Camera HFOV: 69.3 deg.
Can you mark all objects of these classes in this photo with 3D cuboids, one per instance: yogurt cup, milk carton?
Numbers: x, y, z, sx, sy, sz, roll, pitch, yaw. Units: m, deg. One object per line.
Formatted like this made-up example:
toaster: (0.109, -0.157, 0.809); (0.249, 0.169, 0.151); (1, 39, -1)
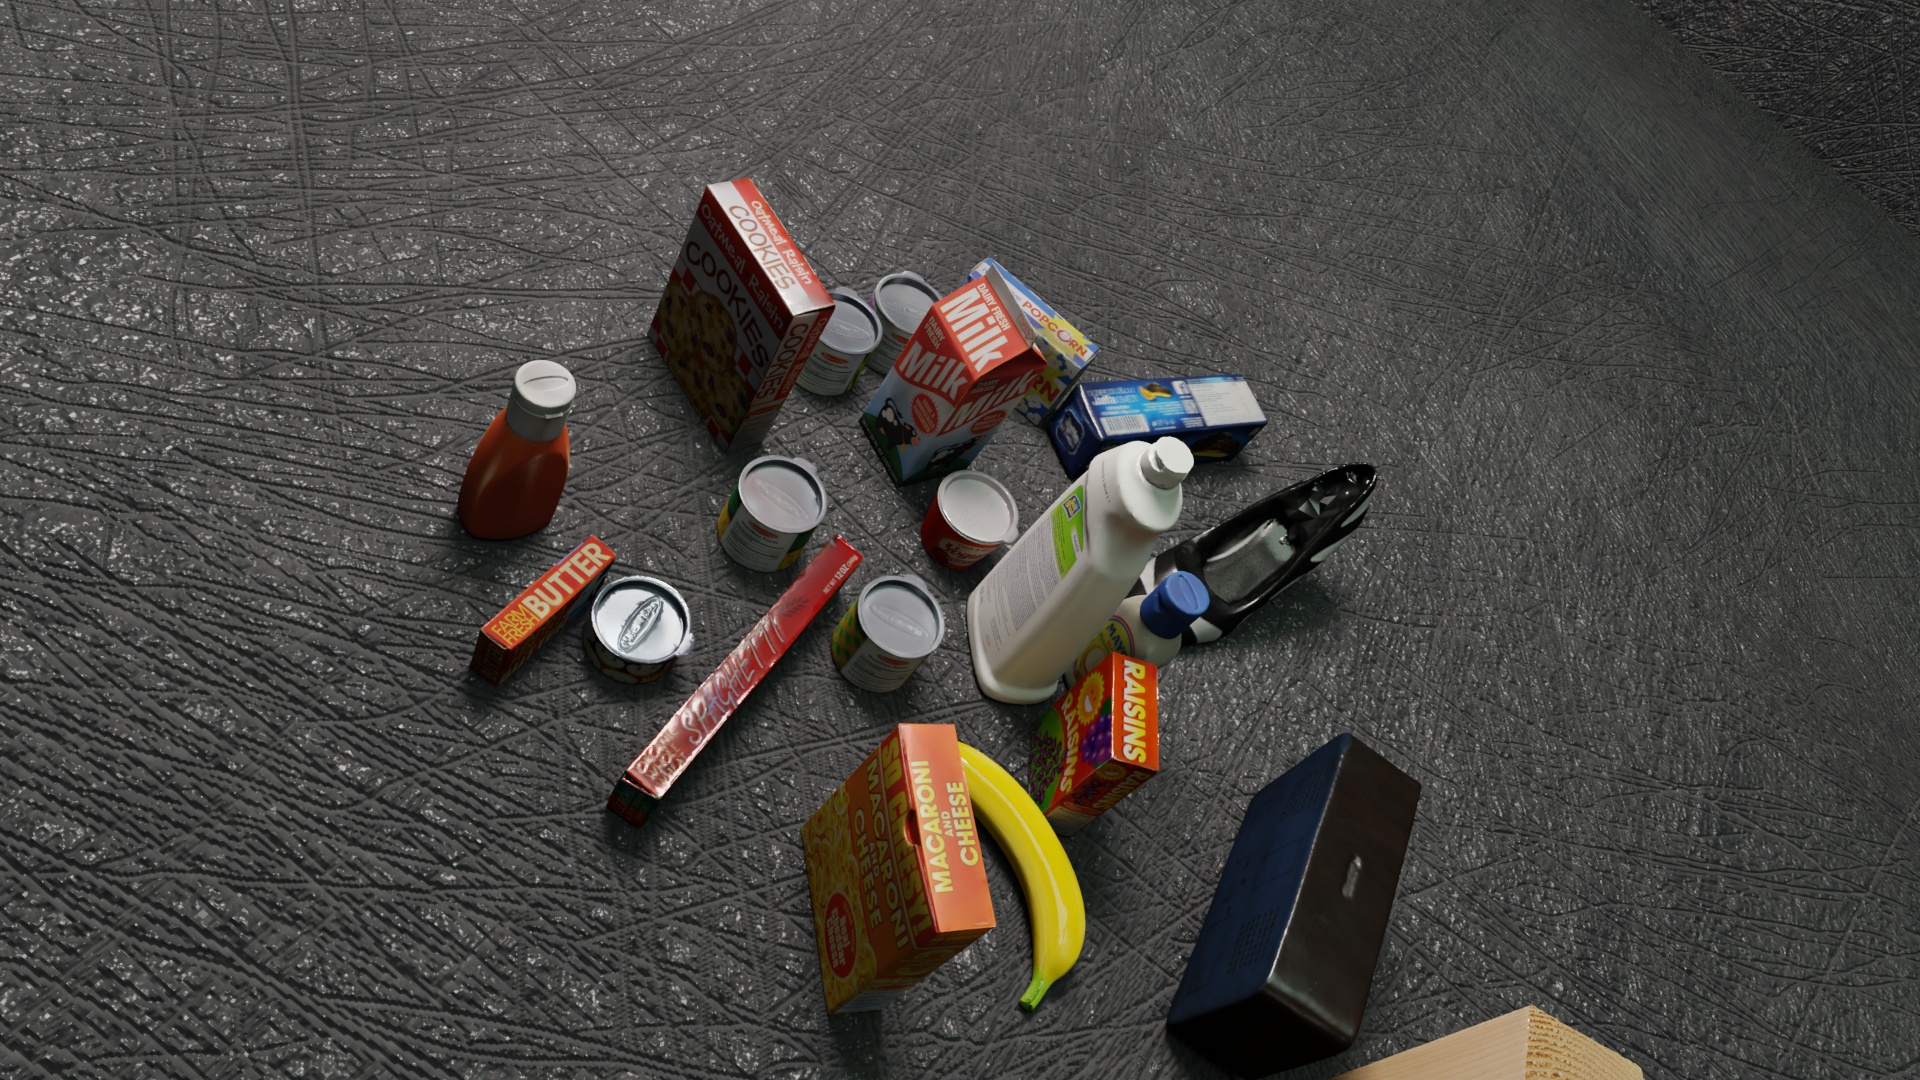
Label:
yogurt cup: (0.004, -0.014, 1.085); (0.072, 0.053, 0.073); (15, 52, -20)
milk carton: (0.000, -0.125, 1.071); (0.074, 0.189, 0.072); (-16, 67, -36)

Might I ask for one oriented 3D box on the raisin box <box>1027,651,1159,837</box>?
raisin box: (0.092, 0.145, 0.976); (0.040, 0.122, 0.086); (19, 51, -17)

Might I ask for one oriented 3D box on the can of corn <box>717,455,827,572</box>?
can of corn: (-0.136, -0.020, 1.009); (0.071, 0.058, 0.071); (15, 52, -20)

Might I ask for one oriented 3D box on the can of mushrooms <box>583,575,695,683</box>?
can of mushrooms: (-0.213, 0.061, 0.924); (0.071, 0.033, 0.071); (15, 52, -20)

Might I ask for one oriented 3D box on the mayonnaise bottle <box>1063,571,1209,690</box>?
mayonnaise bottle: (0.129, 0.074, 1.030); (0.041, 0.147, 0.065); (-6, 62, -32)

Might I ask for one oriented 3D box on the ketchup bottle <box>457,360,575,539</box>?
ketchup bottle: (-0.280, -0.056, 0.893); (0.065, 0.148, 0.043); (-15, 67, -36)

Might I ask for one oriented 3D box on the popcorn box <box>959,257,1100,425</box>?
popcorn box: (0.046, -0.171, 1.199); (0.127, 0.084, 0.038); (40, 48, 2)

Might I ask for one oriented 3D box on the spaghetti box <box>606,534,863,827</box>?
spaghetti box: (-0.146, 0.088, 0.932); (0.029, 0.050, 0.251); (38, 48, -1)

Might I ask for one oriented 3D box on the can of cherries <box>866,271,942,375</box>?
can of cherries: (-0.051, -0.182, 1.171); (0.071, 0.058, 0.072); (15, 52, -20)

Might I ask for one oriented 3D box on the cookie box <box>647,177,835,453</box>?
cookie box: (-0.164, -0.163, 1.021); (0.040, 0.166, 0.123); (-22, 71, -38)

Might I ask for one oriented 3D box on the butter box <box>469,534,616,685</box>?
butter box: (-0.268, 0.044, 0.893); (0.024, 0.053, 0.104); (40, 48, 1)

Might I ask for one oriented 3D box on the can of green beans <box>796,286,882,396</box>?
can of green beans: (-0.104, -0.159, 1.125); (0.071, 0.057, 0.071); (15, 52, -20)

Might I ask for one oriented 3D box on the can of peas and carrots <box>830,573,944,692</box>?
can of peas and carrots: (-0.052, 0.066, 0.995); (0.071, 0.058, 0.071); (15, 52, -20)

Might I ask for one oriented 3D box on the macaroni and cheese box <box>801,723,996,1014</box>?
macaroni and cheese box: (-0.043, 0.200, 0.833); (0.040, 0.165, 0.124); (4, 57, -27)
